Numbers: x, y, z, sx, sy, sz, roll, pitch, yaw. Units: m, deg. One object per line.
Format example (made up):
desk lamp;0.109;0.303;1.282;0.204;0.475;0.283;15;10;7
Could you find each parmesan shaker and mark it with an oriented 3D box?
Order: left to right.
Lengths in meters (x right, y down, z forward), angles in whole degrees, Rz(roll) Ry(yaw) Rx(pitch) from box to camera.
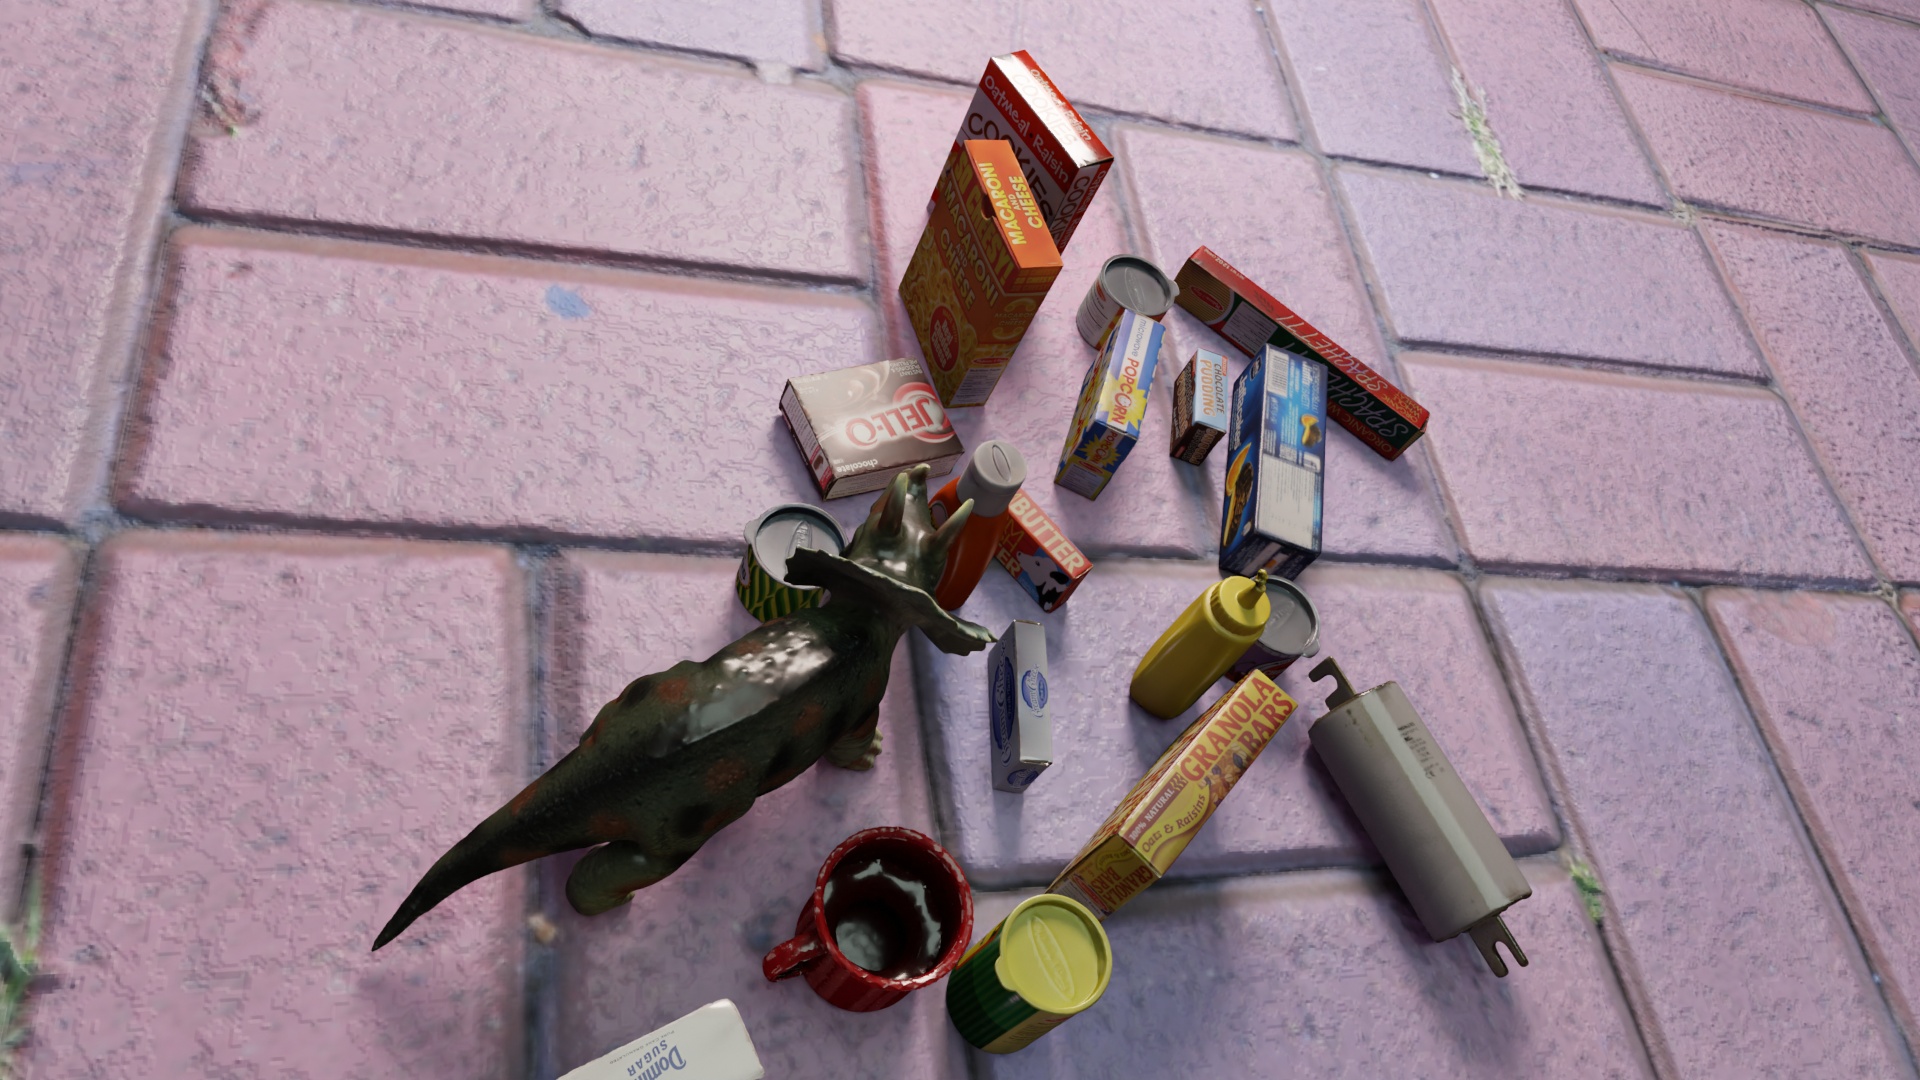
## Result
parmesan shaker;0.035;0.253;0.804;0.071;0.102;0.071;10;56;-15

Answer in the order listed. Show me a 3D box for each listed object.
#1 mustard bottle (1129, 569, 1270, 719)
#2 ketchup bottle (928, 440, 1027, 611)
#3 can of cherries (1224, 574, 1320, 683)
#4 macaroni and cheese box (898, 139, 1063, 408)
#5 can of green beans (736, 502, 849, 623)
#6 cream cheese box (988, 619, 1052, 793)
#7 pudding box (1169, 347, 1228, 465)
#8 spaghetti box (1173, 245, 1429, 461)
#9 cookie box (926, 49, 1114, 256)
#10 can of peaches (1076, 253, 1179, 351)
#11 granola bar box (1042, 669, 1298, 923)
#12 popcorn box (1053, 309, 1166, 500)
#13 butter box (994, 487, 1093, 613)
mustard bottle;0.169;0.066;0.943;0.049;0.159;0.065;38;53;4
ketchup bottle;0.003;-0.012;0.935;0.043;0.148;0.065;-7;62;-25
can of cherries;0.223;0.070;1.026;0.071;0.058;0.072;10;56;-15
macaroni and cheese box;0.010;-0.198;1.047;0.040;0.165;0.124;-8;62;-26
can of green beans;-0.113;0.017;0.927;0.071;0.057;0.071;10;56;-15
cream cheese box;0.039;0.111;0.929;0.024;0.053;0.104;9;56;-16
pudding box;0.196;-0.110;1.137;0.030;0.049;0.084;17;54;-11
spaghetti box;0.293;-0.162;1.209;0.250;0.050;0.029;38;53;5
cookie box;0.044;-0.288;1.119;0.040;0.166;0.123;-24;70;-32
can of peaches;0.139;-0.196;1.165;0.071;0.057;0.071;10;56;-15
granola bar box;0.132;0.166;0.886;0.039;0.123;0.166;43;54;9
popcorn box;0.117;-0.106;1.081;0.038;0.084;0.127;23;53;-6
butter box;0.045;-0.001;1.004;0.024;0.052;0.103;-34;75;-34
